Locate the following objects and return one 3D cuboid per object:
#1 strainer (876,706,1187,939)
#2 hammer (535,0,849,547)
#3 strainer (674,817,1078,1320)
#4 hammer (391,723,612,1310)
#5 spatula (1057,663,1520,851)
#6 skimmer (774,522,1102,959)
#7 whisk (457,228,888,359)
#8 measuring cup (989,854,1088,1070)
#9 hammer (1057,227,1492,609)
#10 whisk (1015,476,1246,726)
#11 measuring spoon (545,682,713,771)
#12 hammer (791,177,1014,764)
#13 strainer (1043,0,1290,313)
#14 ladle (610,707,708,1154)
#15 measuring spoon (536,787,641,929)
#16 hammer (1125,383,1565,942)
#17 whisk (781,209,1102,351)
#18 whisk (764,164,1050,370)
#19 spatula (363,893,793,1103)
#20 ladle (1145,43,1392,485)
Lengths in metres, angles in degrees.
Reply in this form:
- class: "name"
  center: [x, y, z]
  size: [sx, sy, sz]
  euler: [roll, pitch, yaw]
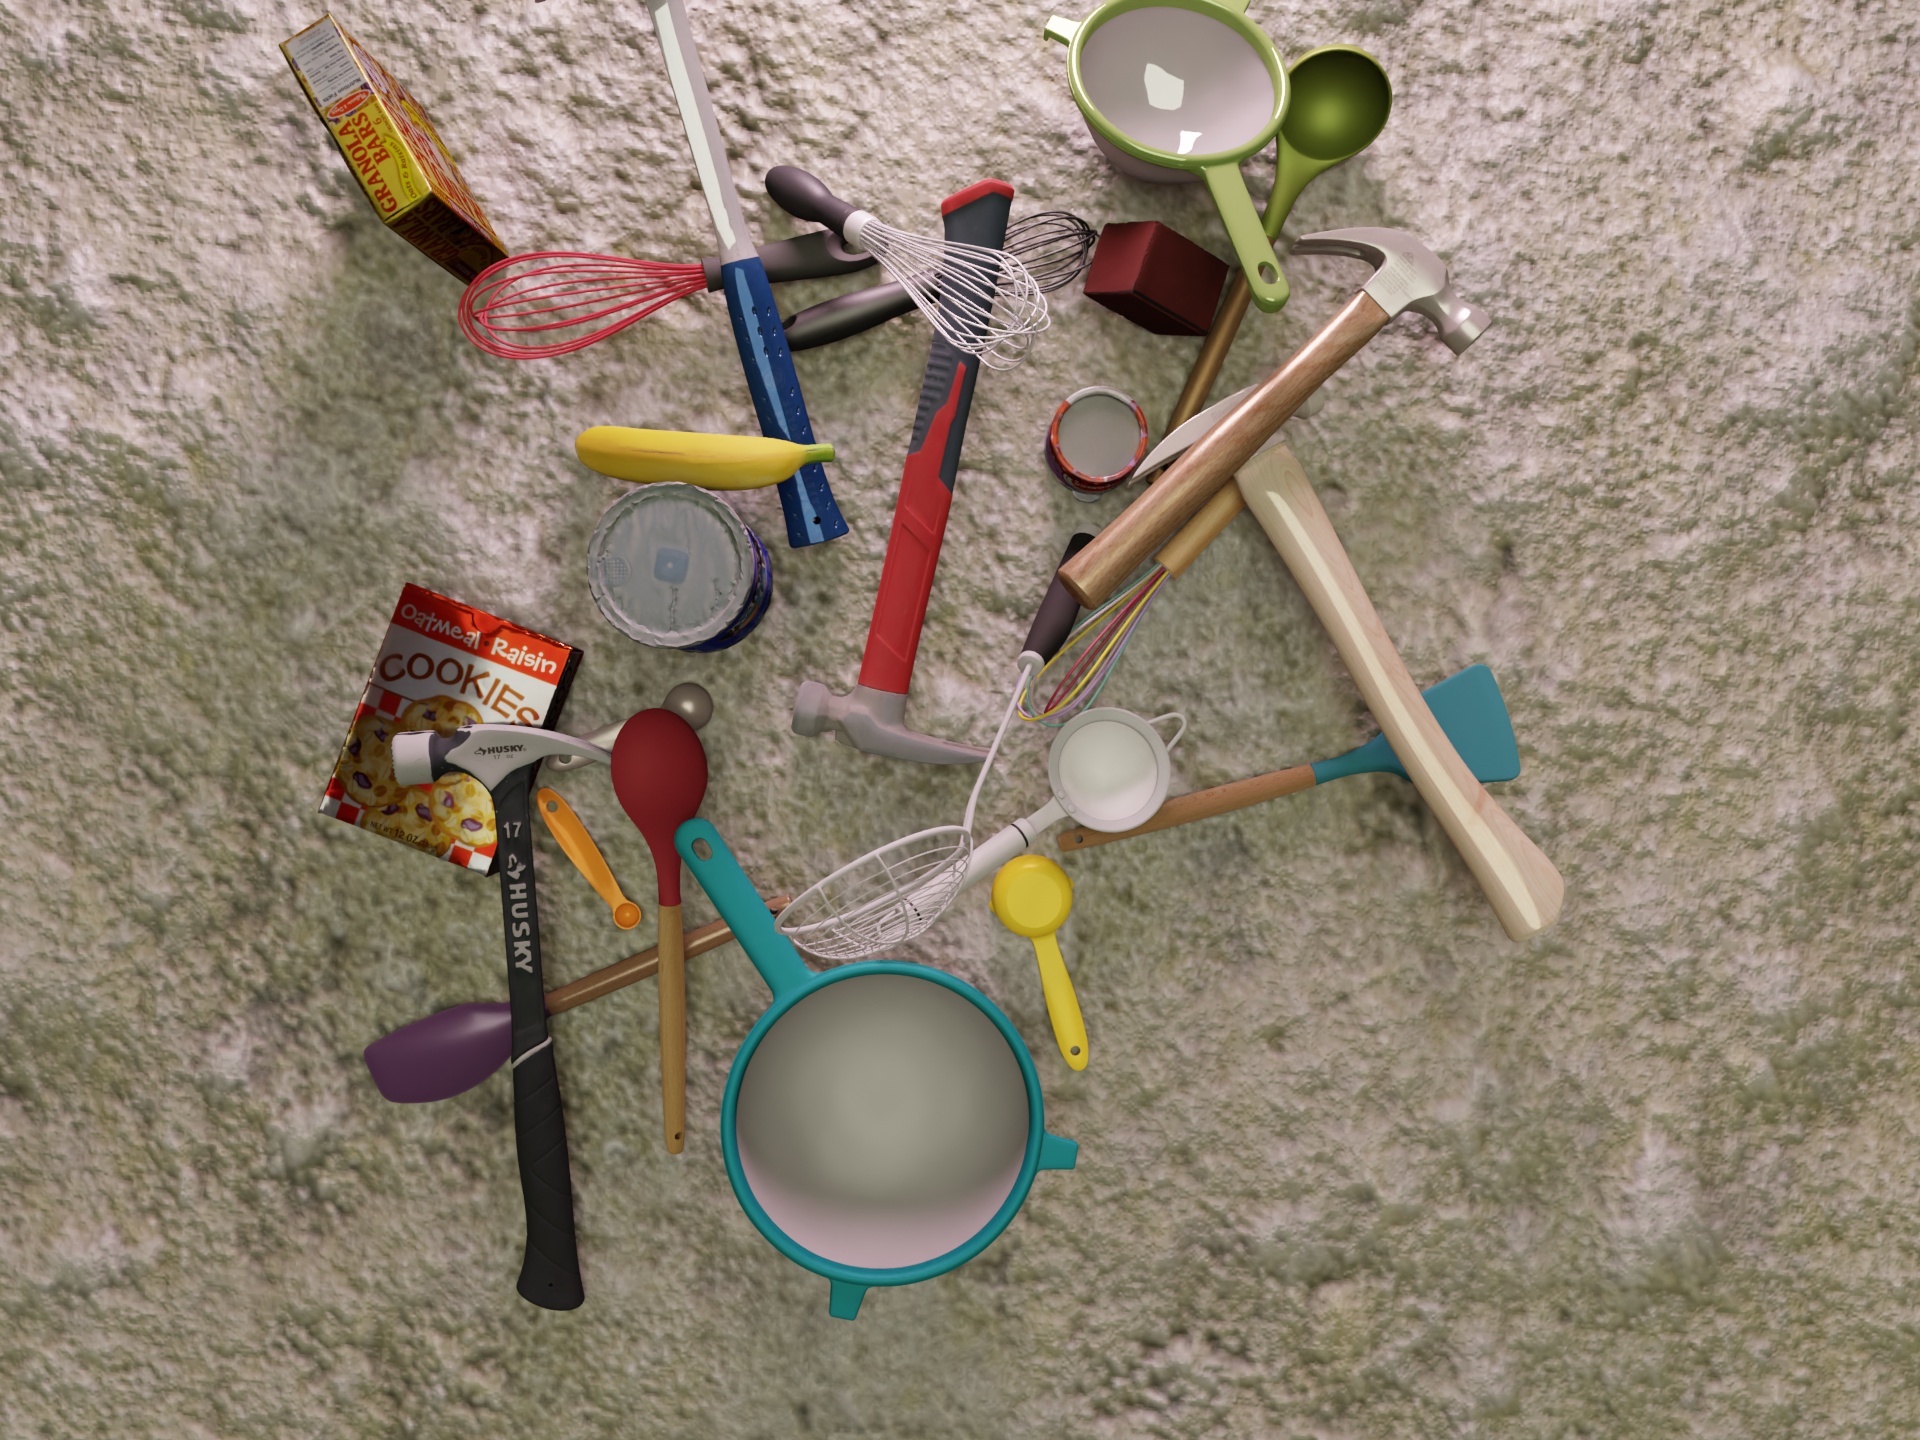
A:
- class: "strainer"
  center: [0.047, 0.071, 1.073]
  size: [0.258, 0.050, 0.087]
  euler: [-34, 86, -19]
- class: "hammer"
  center: [-0.154, -0.311, 1.045]
  size: [0.144, 0.035, 0.405]
  euler: [-19, 105, -13]
- class: "strainer"
  center: [-0.088, 0.210, 1.074]
  size: [0.211, 0.095, 0.340]
  euler: [-34, 89, -4]
- class: "hammer"
  center: [-0.286, 0.204, 1.075]
  size: [0.149, 0.036, 0.409]
  euler: [-5, 98, -11]
- class: "spatula"
  center: [0.221, 0.043, 1.103]
  size: [0.317, 0.044, 0.082]
  euler: [-16, 87, 0]
- class: "skimmer"
  center: [-0.002, -0.003, 1.014]
  size: [0.090, 0.127, 0.363]
  euler: [27, 59, -3]
- class: "whisk"
  center: [-0.193, -0.300, 1.083]
  size: [0.296, 0.073, 0.073]
  euler: [-13, 91, -7]
- class: "measuring cup"
  center: [0.064, 0.171, 1.107]
  size: [0.062, 0.029, 0.156]
  euler: [-16, 90, -1]
- class: "hammer"
  center: [0.190, -0.198, 1.046]
  size: [0.331, 0.031, 0.130]
  euler: [-43, 88, -5]
- class: "whisk"
  center: [0.129, -0.087, 1.100]
  size: [0.051, 0.047, 0.245]
  euler: [44, 86, -1]
- class: "measuring spoon"
  center: [-0.231, 0.008, 1.103]
  size: [0.124, 0.018, 0.034]
  euler: [-23, 92, 0]
- class: "hammer"
  center: [-0.006, -0.162, 1.070]
  size: [0.143, 0.038, 0.386]
  euler: [13, 99, -3]
- class: "strainer"
  center: [0.157, -0.367, 1.060]
  size: [0.151, 0.069, 0.256]
  euler: [-15, 72, -13]
- class: "ladle"
  center: [-0.198, 0.148, 1.076]
  size: [0.069, 0.031, 0.315]
  euler: [-9, 106, -35]
- class: "measuring spoon"
  center: [-0.259, 0.096, 1.110]
  size: [0.021, 0.011, 0.117]
  euler: [-35, 88, 1]
- class: "hammer"
  center: [0.270, -0.033, 1.066]
  size: [0.146, 0.038, 0.411]
  euler: [-29, 86, -6]
- class: "whisk"
  center: [-0.017, -0.296, 1.091]
  size: [0.239, 0.055, 0.055]
  euler: [-18, 91, 3]
- class: "whisk"
  center: [-0.043, -0.304, 1.020]
  size: [0.070, 0.070, 0.285]
  euler: [-49, 55, 0]
- class: "spatula"
  center: [-0.261, 0.190, 1.105]
  size: [0.316, 0.018, 0.059]
  euler: [-24, 98, 0]
- class: "ladle"
  center: [0.202, -0.309, 1.092]
  size: [0.078, 0.062, 0.320]
  euler: [24, 93, -10]
